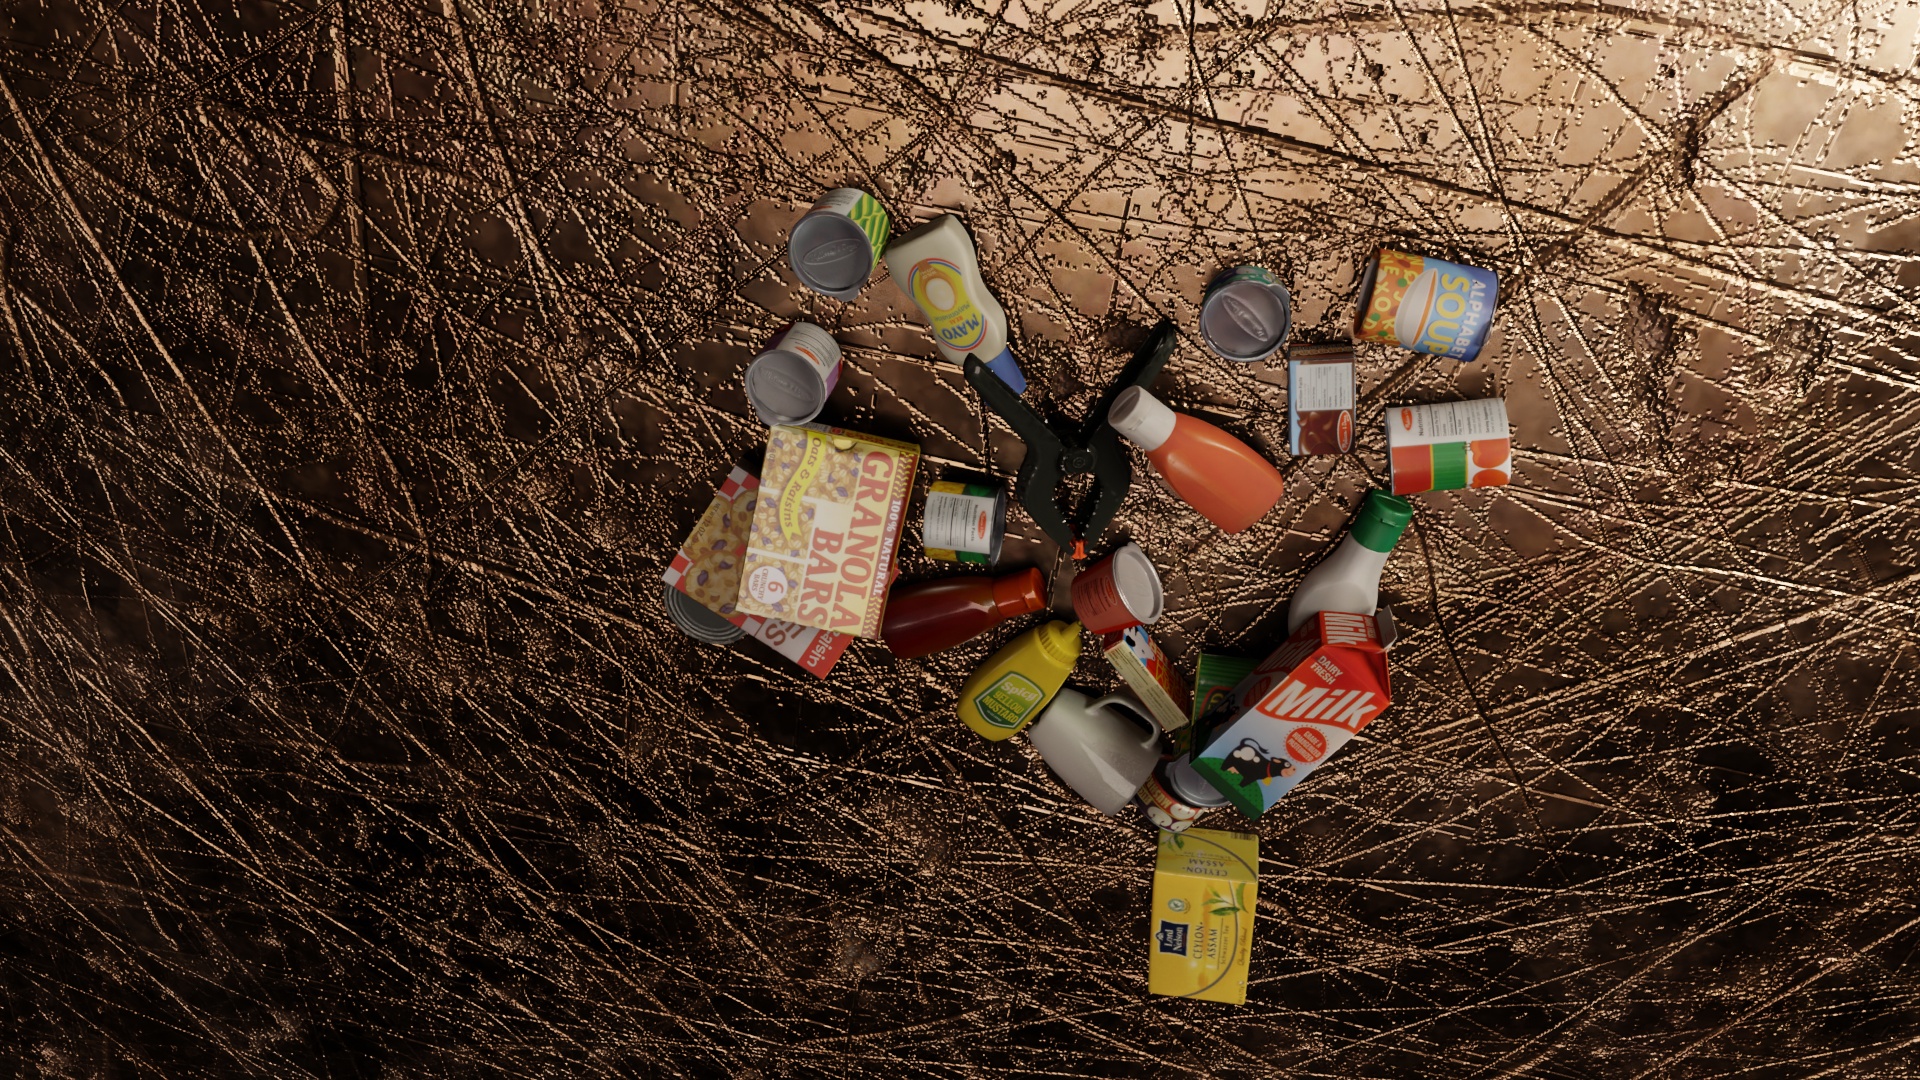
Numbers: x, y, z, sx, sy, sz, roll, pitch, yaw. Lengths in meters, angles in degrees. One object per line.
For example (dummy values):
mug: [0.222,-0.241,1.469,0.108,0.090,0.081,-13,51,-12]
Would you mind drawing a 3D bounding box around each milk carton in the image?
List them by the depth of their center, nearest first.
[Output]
milk carton: [0.273,0.127,1.104,0.073,0.072,0.190,41,111,-5]

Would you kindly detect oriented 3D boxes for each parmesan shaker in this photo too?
parmesan shaker: [0.252,0.132,1.185,0.103,0.072,0.071,6,123,9]

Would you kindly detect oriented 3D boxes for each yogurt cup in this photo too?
yogurt cup: [0.129,0.045,1.162,0.053,0.073,0.072,-25,113,34]

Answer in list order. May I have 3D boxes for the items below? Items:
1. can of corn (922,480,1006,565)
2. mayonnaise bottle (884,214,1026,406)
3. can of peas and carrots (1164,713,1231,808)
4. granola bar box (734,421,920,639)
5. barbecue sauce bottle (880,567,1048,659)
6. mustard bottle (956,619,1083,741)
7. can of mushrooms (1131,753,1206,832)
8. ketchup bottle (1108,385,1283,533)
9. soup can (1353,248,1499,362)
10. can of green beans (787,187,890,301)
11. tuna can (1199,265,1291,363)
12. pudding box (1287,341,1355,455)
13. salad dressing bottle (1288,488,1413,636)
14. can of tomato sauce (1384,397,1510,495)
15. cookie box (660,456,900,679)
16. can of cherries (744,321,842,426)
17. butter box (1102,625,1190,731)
can of corn: [0.004,-0.014,1.154,0.058,0.071,0.070,6,123,10]
mayonnaise bottle: [0.002,-0.173,1.068,0.064,0.041,0.147,-21,115,22]
can of peas and carrots: [0.219,0.194,1.236,0.071,0.059,0.070,6,122,10]
granola bar box: [-0.111,-0.010,1.156,0.124,0.039,0.165,12,103,-3]
barbecue sauce bottle: [0.002,0.059,1.212,0.148,0.044,0.064,-16,117,21]
mustard bottle: [0.062,0.114,1.228,0.065,0.049,0.159,35,123,-11]
can of mushrooms: [0.189,0.228,1.259,0.071,0.071,0.033,31,123,-7]
ketchup bottle: [0.179,-0.065,1.072,0.148,0.044,0.064,33,118,-25]
soup can: [0.327,-0.165,0.979,0.084,0.072,0.071,12,123,6]
can of green beans: [-0.091,-0.225,1.047,0.071,0.058,0.071,6,122,9]
tuna can: [0.212,-0.169,1.026,0.071,0.033,0.070,6,123,9]
pudding box: [0.273,-0.107,1.053,0.049,0.030,0.083,-2,121,13]
salad dressing bottle: [0.315,0.027,1.120,0.064,0.044,0.146,21,123,0]
can of tomato sauce: [0.362,-0.069,1.035,0.083,0.071,0.071,-5,120,15]
cookie box: [-0.154,0.025,1.205,0.167,0.040,0.122,33,101,-8]
can of cherries: [-0.135,-0.133,1.115,0.071,0.059,0.071,6,123,9]
butter box: [0.162,0.112,1.202,0.024,0.053,0.103,-31,111,25]
